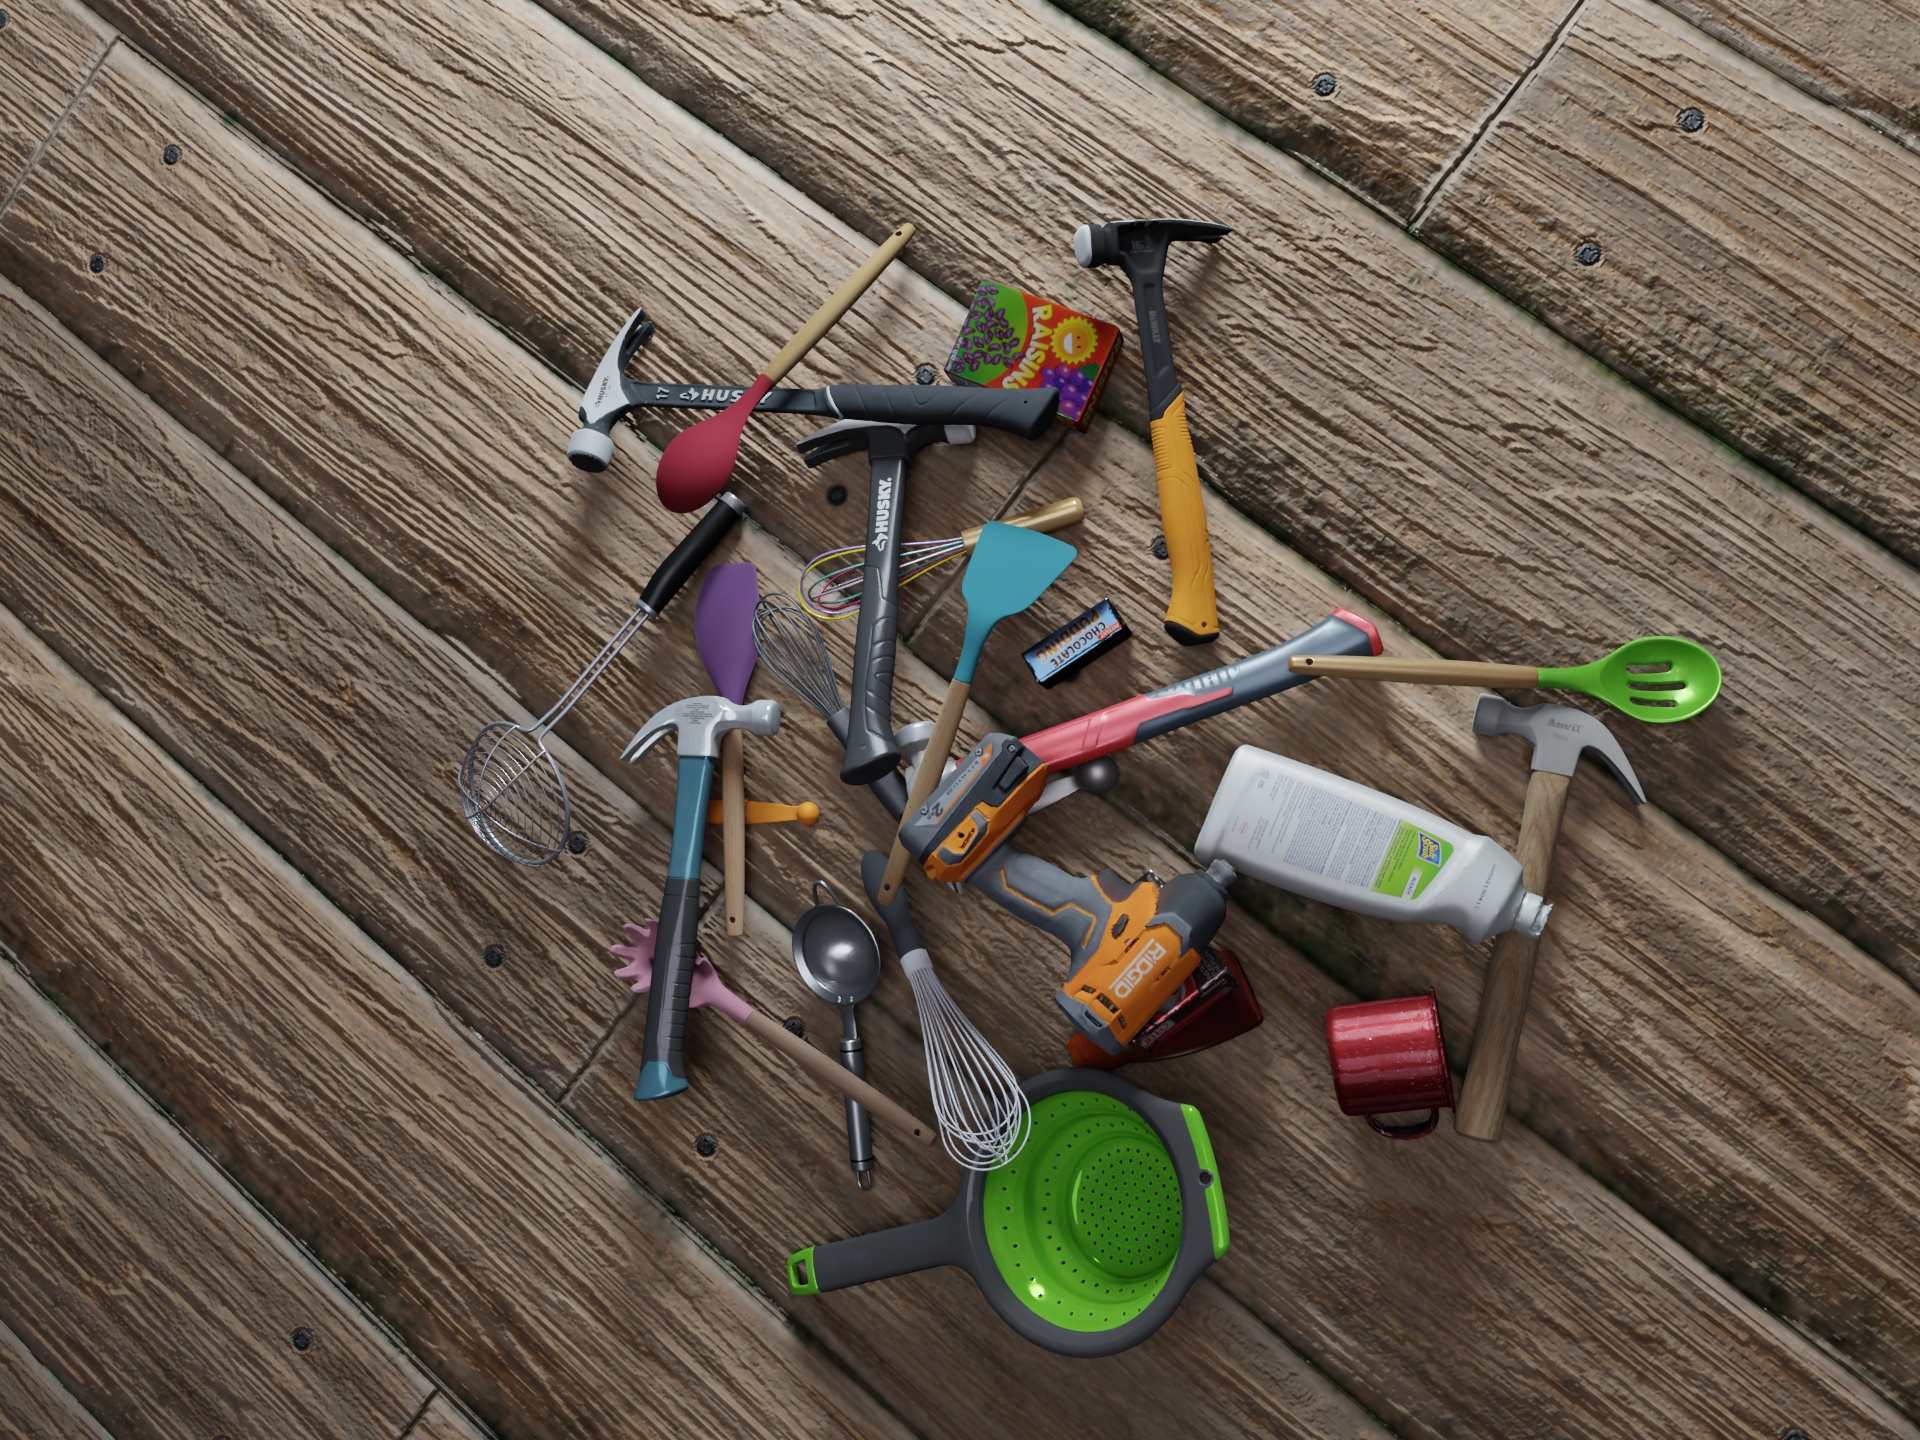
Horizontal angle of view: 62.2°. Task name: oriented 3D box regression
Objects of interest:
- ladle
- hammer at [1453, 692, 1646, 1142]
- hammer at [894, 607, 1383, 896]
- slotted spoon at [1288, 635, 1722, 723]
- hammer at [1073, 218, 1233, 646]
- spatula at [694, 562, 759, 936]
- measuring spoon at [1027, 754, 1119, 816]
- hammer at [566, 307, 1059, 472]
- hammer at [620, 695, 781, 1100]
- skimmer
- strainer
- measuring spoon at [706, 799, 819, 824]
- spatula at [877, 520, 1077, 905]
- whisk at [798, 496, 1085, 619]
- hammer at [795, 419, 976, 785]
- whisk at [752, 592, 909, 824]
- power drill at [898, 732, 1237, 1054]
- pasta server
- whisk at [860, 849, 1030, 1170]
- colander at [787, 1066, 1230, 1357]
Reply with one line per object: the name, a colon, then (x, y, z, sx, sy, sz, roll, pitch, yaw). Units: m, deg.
ladle: (-0.138, -0.293, 1.289, 0.069, 0.031, 0.315, 33, 75, 27)
hammer: (0.424, 0.152, 1.196, 0.130, 0.031, 0.331, 11, 89, 13)
hammer: (0.145, 0.013, 1.244, 0.386, 0.038, 0.143, -20, 72, 9)
slotted spoon: (0.404, -0.035, 1.190, 0.314, 0.031, 0.070, 3, 69, 3)
hammer: (0.173, -0.228, 1.259, 0.127, 0.034, 0.337, -8, 91, -17)
spatula: (-0.193, 0.022, 1.336, 0.060, 0.018, 0.316, -5, 81, 14)
measuring spoon: (0.069, 0.060, 1.282, 0.124, 0.018, 0.034, -24, 82, 7)
hammer: (-0.120, -0.265, 1.305, 0.409, 0.036, 0.149, 5, 69, 15)
hammer: (-0.226, 0.143, 1.296, 0.128, 0.033, 0.331, 3, 81, 14)
skimmer: (-0.296, -0.039, 1.362, 0.127, 0.090, 0.363, 36, 84, 22)
strainer: (-0.090, 0.255, 1.295, 0.087, 0.050, 0.258, -4, 91, 31)
measuring spoon: (-0.176, 0.077, 1.337, 0.117, 0.011, 0.021, 0, 86, 12)
spatula: (-0.002, -0.004, 1.251, 0.082, 0.044, 0.317, 20, 91, 20)
whisk: (-0.016, -0.134, 1.303, 0.245, 0.051, 0.047, -17, 54, 5)
hammer: (-0.068, -0.105, 1.253, 0.146, 0.035, 0.335, -4, 63, 13)
whisk: (-0.098, -0.005, 1.311, 0.055, 0.055, 0.239, -37, 84, 7)
power drill: (0.084, 0.113, 1.181, 0.226, 0.084, 0.164, 43, 88, 10)
pasta server: (-0.152, 0.255, 1.286, 0.316, 0.040, 0.060, 29, 89, 21)
whisk: (-0.023, 0.218, 1.237, 0.070, 0.070, 0.285, -32, 57, 8)
colander: (0.041, 0.396, 1.239, 0.397, 0.094, 0.205, -23, 66, 28)
